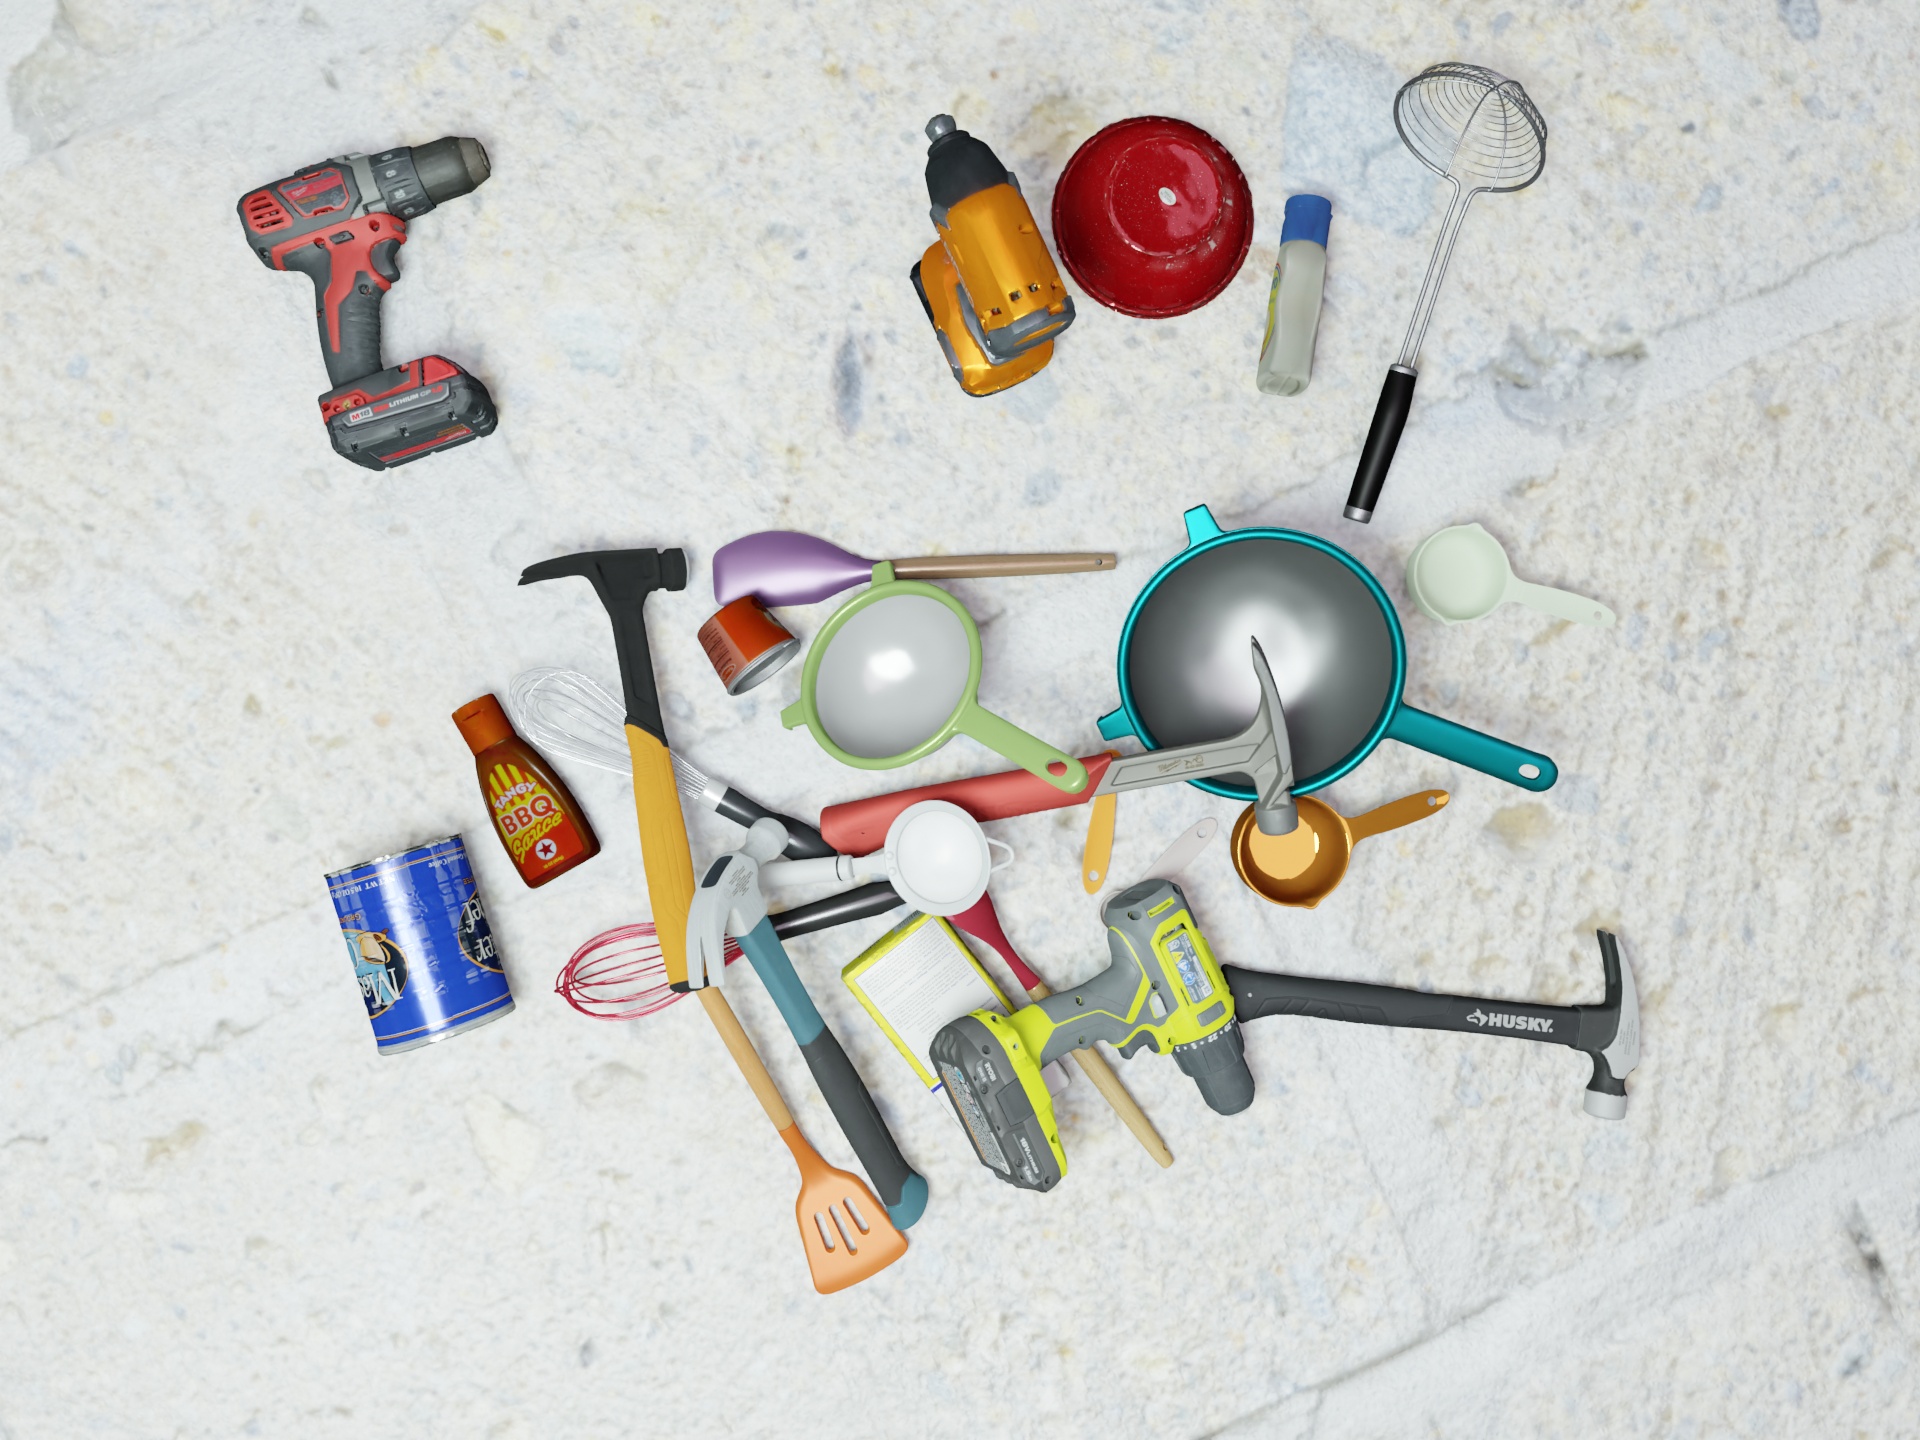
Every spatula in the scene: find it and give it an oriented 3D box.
[{"bbox_3d":[-0.143,0.293,1.210,0.081,0.041,0.322,-27,108,-2],"label":"spatula"},{"bbox_3d":[-0.036,-0.121,1.245,0.316,0.018,0.060,-2,95,-2],"label":"spatula"}]

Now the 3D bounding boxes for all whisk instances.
[{"bbox_3d":[-0.166,0.167,1.223,0.296,0.073,0.073,-16,91,-8],"label":"whisk"},{"bbox_3d":[-0.219,0.040,1.222,0.284,0.070,0.070,29,89,-7],"label":"whisk"}]

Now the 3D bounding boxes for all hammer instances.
[{"bbox_3d":[0.066,0.041,1.197,0.359,0.037,0.149,-10,106,11],"label":"hammer"},{"bbox_3d":[0.370,0.224,1.256,0.334,0.035,0.146,7,91,-2],"label":"hammer"},{"bbox_3d":[-0.235,0.034,1.170,0.127,0.034,0.337,-7,77,-26],"label":"hammer"},{"bbox_3d":[-0.104,0.242,1.183,0.033,0.128,0.330,-11,114,35],"label":"hammer"}]

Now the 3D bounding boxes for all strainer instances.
[{"bbox_3d":[0.286,-0.029,1.212,0.340,0.095,0.211,21,110,0],"label":"strainer"},{"bbox_3d":[-0.002,-0.004,1.185,0.256,0.069,0.151,29,85,30],"label":"strainer"},{"bbox_3d":[-0.078,0.109,1.199,0.258,0.050,0.087,-7,94,16],"label":"strainer"}]

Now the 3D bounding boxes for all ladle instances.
[{"bbox_3d":[0.071,0.227,1.239,0.031,0.069,0.315,-34,98,23],"label":"ladle"}]

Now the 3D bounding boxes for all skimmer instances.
[{"bbox_3d":[0.361,-0.335,1.255,0.127,0.090,0.363,15,100,-6],"label":"skimmer"}]

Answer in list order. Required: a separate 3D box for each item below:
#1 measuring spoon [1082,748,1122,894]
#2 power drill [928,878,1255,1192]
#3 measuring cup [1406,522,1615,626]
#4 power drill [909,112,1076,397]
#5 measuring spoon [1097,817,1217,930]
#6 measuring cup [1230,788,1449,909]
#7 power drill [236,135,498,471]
[{"bbox_3d":[0.111,0.080,1.258,0.021,0.011,0.117,8,94,-3],"label":"measuring spoon"},{"bbox_3d":[0.110,0.251,1.194,0.228,0.080,0.190,-28,97,-22],"label":"power drill"},{"bbox_3d":[0.432,-0.102,1.256,0.167,0.038,0.083,16,90,-4],"label":"measuring cup"},{"bbox_3d":[0.015,-0.327,1.141,0.084,0.226,0.164,-25,91,-2],"label":"power drill"},{"bbox_3d":[0.156,0.120,1.259,0.124,0.018,0.034,-42,99,-8],"label":"measuring spoon"},{"bbox_3d":[0.294,0.086,1.244,0.173,0.052,0.095,-19,91,-4],"label":"measuring cup"},{"bbox_3d":[-0.422,-0.322,1.201,0.188,0.080,0.227,-19,88,-2],"label":"power drill"}]
